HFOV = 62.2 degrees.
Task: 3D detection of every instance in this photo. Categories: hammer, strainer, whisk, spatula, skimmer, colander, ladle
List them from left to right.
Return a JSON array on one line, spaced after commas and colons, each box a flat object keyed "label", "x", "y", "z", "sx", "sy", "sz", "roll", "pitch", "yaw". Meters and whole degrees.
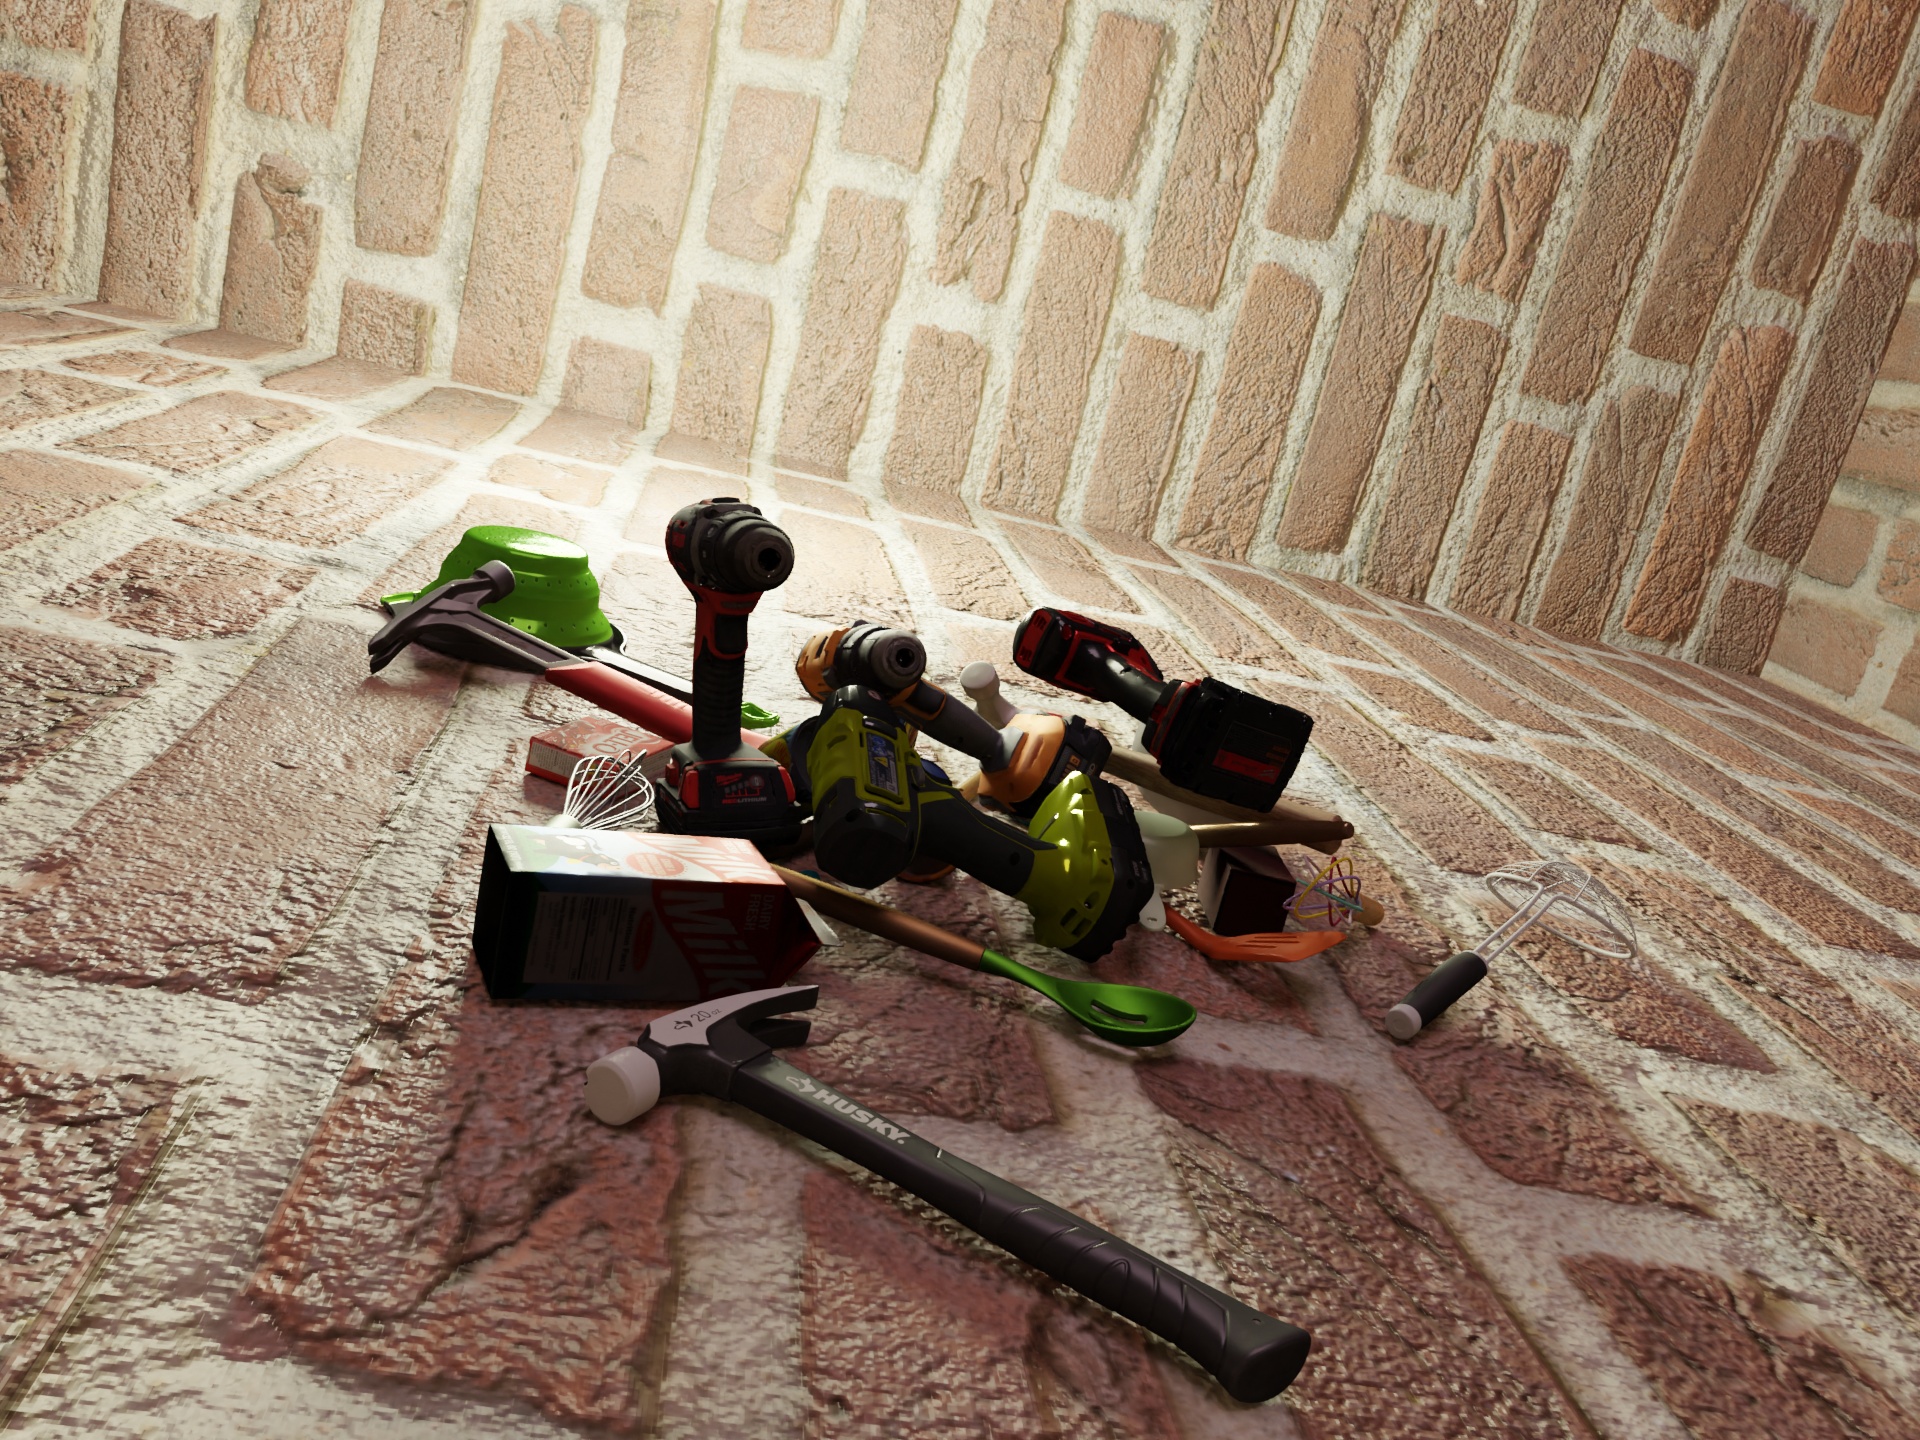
[{"label": "whisk", "x": -0.242, "y": 0.067, "z": 0.989, "sx": 0.058, "sy": 0.059, "sz": 0.246, "roll": 39, "pitch": 16, "yaw": -5}, {"label": "colander", "x": -0.325, "y": -0.093, "z": 1.400, "sx": 0.397, "sy": 0.094, "sz": 0.204, "roll": 20, "pitch": 16, "yaw": 21}, {"label": "hammer", "x": -0.281, "y": -0.020, "z": 1.247, "sx": 0.359, "sy": 0.036, "sz": 0.149, "roll": 25, "pitch": 43, "yaw": 17}, {"label": "hammer", "x": 0.000, "y": 0.211, "z": 0.729, "sx": 0.335, "sy": 0.035, "sz": 0.146, "roll": 22, "pitch": 18, "yaw": 25}, {"label": "ladle", "x": 0.048, "y": 0.034, "z": 1.422, "sx": 0.069, "sy": 0.031, "sz": 0.315, "roll": 21, "pitch": 18, "yaw": 16}, {"label": "spatula", "x": 0.122, "y": 0.117, "z": 1.161, "sx": 0.323, "sy": 0.041, "sz": 0.081, "roll": 24, "pitch": 21, "yaw": 35}, {"label": "hammer", "x": 0.150, "y": 0.043, "z": 1.270, "sx": 0.331, "sy": 0.031, "sz": 0.129, "roll": 19, "pitch": -29, "yaw": 34}, {"label": "spatula", "x": 0.163, "y": 0.078, "z": 1.207, "sx": 0.082, "sy": 0.044, "sz": 0.317, "roll": -2, "pitch": -3, "yaw": -41}, {"label": "strainer", "x": 0.198, "y": 0.058, "z": 1.408, "sx": 0.151, "sy": 0.069, "sz": 0.256, "roll": 43, "pitch": 1, "yaw": 9}, {"label": "whisk", "x": 0.281, "y": 0.129, "z": 1.148, "sx": 0.051, "sy": 0.047, "sz": 0.244, "roll": 12, "pitch": -5, "yaw": 25}, {"label": "skimmer", "x": 0.402, "y": 0.186, "z": 1.192, "sx": 0.127, "sy": 0.090, "sz": 0.363, "roll": 27, "pitch": 30, "yaw": 33}]

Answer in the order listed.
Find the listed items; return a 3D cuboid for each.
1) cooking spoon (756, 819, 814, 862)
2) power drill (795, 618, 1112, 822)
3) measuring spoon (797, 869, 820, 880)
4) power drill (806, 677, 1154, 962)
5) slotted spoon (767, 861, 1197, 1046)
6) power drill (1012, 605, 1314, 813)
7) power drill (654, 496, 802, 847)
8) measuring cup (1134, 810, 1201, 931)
[{"label": "cooking spoon", "x": -0.131, "y": 0.087, "z": 1.079, "sx": 0.069, "sy": 0.017, "sz": 0.319, "roll": 17, "pitch": 15, "yaw": 24}, {"label": "power drill", "x": -0.002, "y": -0.004, "z": 1.172, "sx": 0.226, "sy": 0.084, "sz": 0.185, "roll": 30, "pitch": -11, "yaw": -17}, {"label": "measuring spoon", "x": -0.115, "y": 0.109, "z": 1.007, "sx": 0.042, "sy": 0.021, "sz": 0.128, "roll": 18, "pitch": 17, "yaw": 13}, {"label": "power drill", "x": 0.007, "y": 0.060, "z": 1.037, "sx": 0.223, "sy": 0.080, "sz": 0.171, "roll": 24, "pitch": 31, "yaw": -22}, {"label": "slotted spoon", "x": -0.011, "y": 0.136, "z": 0.967, "sx": 0.314, "sy": 0.031, "sz": 0.070, "roll": 20, "pitch": 15, "yaw": 9}, {"label": "power drill", "x": 0.150, "y": -0.016, "z": 1.194, "sx": 0.143, "sy": 0.078, "sz": 0.220, "roll": 17, "pitch": 12, "yaw": -40}, {"label": "power drill", "x": -0.148, "y": -0.032, "z": 1.039, "sx": 0.080, "sy": 0.226, "sz": 0.188, "roll": -2, "pitch": 10, "yaw": -21}, {"label": "measuring cup", "x": 0.132, "y": 0.102, "z": 1.107, "sx": 0.083, "sy": 0.038, "sz": 0.168, "roll": 8, "pitch": 14, "yaw": 2}]
